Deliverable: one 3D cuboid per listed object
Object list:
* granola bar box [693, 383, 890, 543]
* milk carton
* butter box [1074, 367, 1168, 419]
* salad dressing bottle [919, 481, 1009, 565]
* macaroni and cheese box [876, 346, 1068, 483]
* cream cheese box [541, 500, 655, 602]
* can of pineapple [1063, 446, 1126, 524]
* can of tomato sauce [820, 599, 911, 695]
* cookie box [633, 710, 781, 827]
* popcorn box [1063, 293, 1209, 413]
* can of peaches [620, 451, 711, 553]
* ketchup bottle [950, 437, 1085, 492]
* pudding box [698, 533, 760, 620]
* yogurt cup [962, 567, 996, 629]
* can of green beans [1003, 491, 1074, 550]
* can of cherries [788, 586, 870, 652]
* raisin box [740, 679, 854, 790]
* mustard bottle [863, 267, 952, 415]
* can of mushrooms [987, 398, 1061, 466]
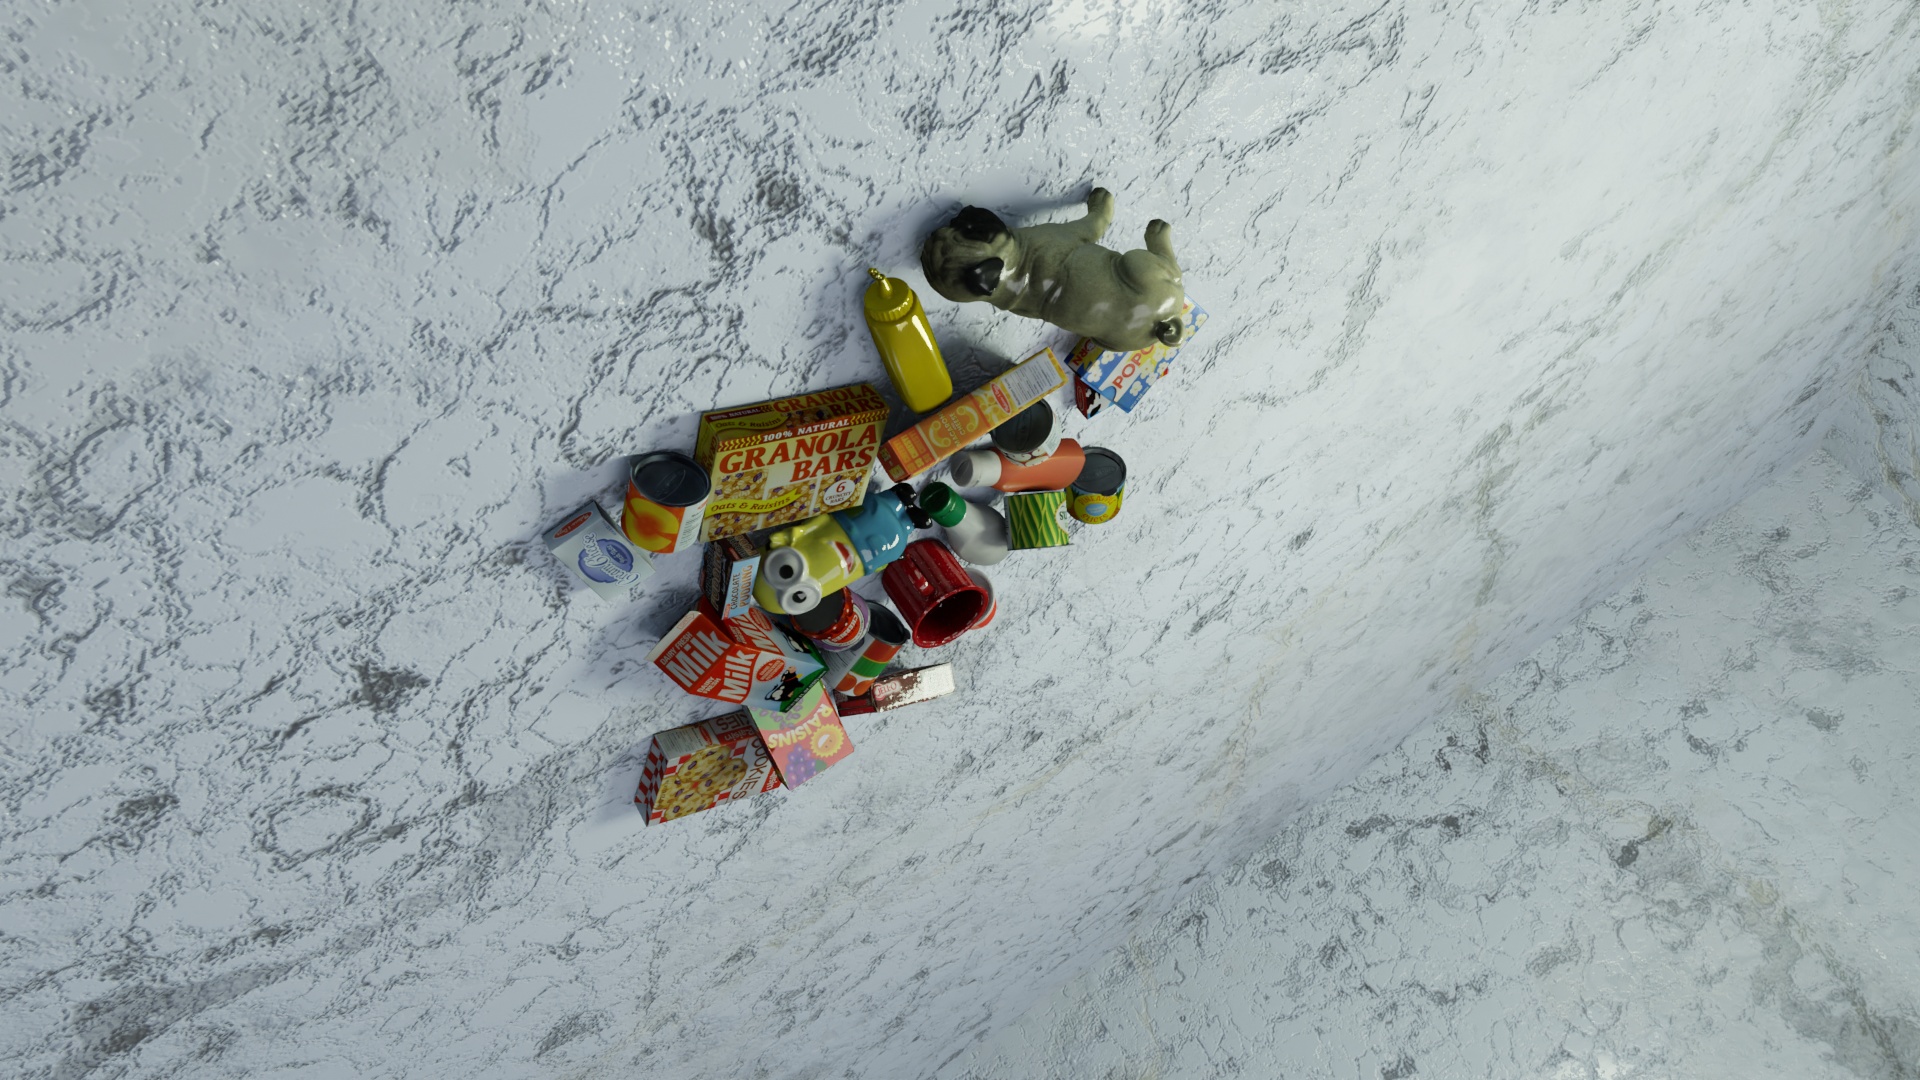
[{"bbox_3d":[-0.153,-0.069,1.221,0.166,0.039,0.123,-15,143,-32],"label":"granola bar box"},{"bbox_3d":[-0.222,0.109,1.358,0.072,0.073,0.190,-46,148,14],"label":"milk carton"},{"bbox_3d":[0.165,-0.170,1.425,0.104,0.024,0.053,-30,149,-11],"label":"butter box"},{"bbox_3d":[0.005,-0.018,1.448,0.064,0.044,0.147,-37,149,9],"label":"salad dressing bottle"},{"bbox_3d":[0.007,-0.111,1.268,0.167,0.040,0.123,-32,-176,-9],"label":"macaroni and cheese box"},{"bbox_3d":[-0.308,0.011,1.187,0.053,0.024,0.103,-34,149,-3],"label":"cream cheese box"},{"bbox_3d":[0.146,-0.058,1.511,0.071,0.071,0.057,-26,147,-18],"label":"can of pineapple"},{"bbox_3d":[-0.105,0.117,1.493,0.071,0.071,0.082,6,130,-49],"label":"can of tomato sauce"},{"bbox_3d":[-0.264,0.245,1.530,0.168,0.040,0.122,-11,141,-36],"label":"cookie box"},{"bbox_3d":[0.172,-0.197,1.354,0.085,0.038,0.126,29,105,-44],"label":"popcorn box"},{"bbox_3d":[-0.247,-0.032,1.153,0.071,0.071,0.057,-13,142,-35],"label":"can of peaches"},{"bbox_3d":[0.057,-0.075,1.422,0.149,0.043,0.064,-5,148,-41],"label":"ketchup bottle"},{"bbox_3d":[-0.213,0.027,1.279,0.030,0.050,0.083,-17,144,-33],"label":"pudding box"},{"bbox_3d":[0.009,0.068,1.547,0.072,0.072,0.054,-37,161,0],"label":"yogurt cup"},{"bbox_3d":[0.079,-0.020,1.453,0.071,0.058,0.071,-5,180,0],"label":"can of green beans"},{"bbox_3d":[-0.131,0.075,1.407,0.071,0.072,0.058,-39,149,3],"label":"can of cherries"},{"bbox_3d":[-0.178,0.194,1.491,0.086,0.040,0.123,-31,115,-18],"label":"raisin box"},{"bbox_3d":[-0.048,-0.173,1.166,0.049,0.065,0.159,-29,146,-5],"label":"mustard bottle"},{"bbox_3d":[0.062,-0.108,1.365,0.071,0.071,0.033,-39,150,4],"label":"can of mushrooms"}]
